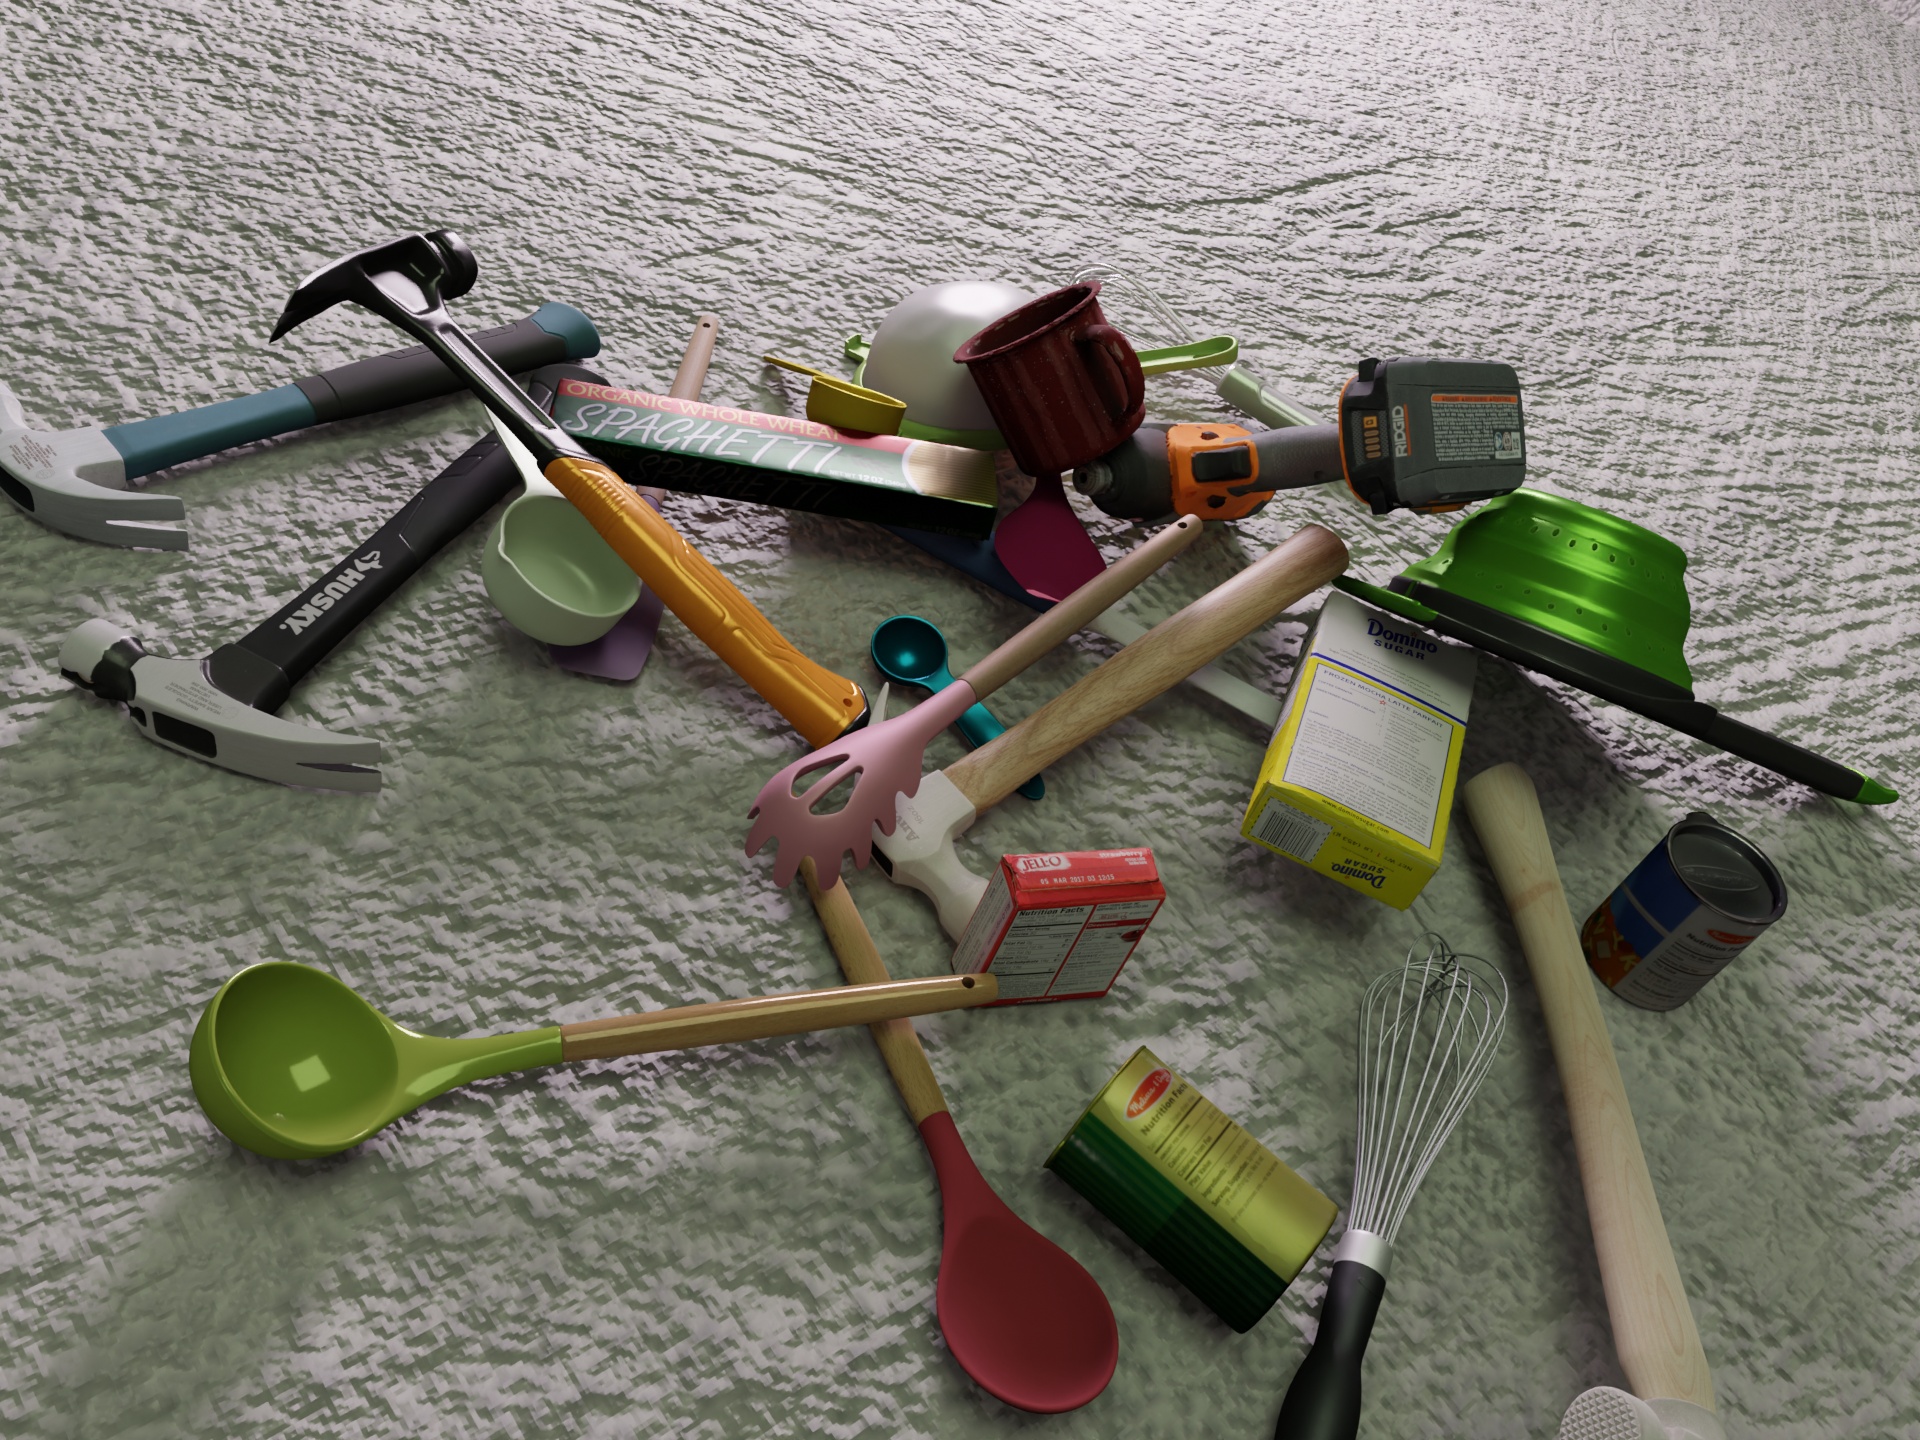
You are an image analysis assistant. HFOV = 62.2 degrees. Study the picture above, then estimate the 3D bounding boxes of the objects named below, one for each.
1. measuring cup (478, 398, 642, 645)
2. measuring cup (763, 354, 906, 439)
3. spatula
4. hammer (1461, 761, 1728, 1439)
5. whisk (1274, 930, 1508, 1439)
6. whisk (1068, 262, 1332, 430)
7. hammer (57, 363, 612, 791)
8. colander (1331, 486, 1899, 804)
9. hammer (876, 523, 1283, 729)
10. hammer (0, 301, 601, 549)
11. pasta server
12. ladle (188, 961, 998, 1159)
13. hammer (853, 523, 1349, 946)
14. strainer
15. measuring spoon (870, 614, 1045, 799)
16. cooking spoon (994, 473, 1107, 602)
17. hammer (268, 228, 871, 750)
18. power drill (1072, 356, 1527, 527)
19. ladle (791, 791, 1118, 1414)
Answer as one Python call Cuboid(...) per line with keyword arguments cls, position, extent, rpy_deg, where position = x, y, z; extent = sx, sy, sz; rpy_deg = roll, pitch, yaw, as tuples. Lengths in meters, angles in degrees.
Cuboid(cls="measuring cup", position=(-0.221, -0.109, 0.808), extent=(0.083, 0.038, 0.168), rpy_deg=(-5, 58, -48))
Cuboid(cls="measuring cup", position=(-0.087, -0.195, 0.961), extent=(0.062, 0.029, 0.157), rpy_deg=(8, 16, -34))
Cuboid(cls="spatula", position=(-0.176, -0.139, 0.906), extent=(0.059, 0.018, 0.316), rpy_deg=(13, 47, -5))
Cuboid(cls="hammer", position=(0.307, 0.178, 0.760), extent=(0.146, 0.038, 0.411), rpy_deg=(31, 37, -21))
Cuboid(cls="whisk", position=(0.183, 0.206, 0.692), extent=(0.070, 0.070, 0.285), rpy_deg=(27, 50, 6))
Cuboid(cls="whisk", position=(0.179, -0.244, 1.110), extent=(0.246, 0.059, 0.058), rpy_deg=(34, 58, 6))
Cuboid(cls="hammer", position=(-0.276, -0.092, 0.816), extent=(0.146, 0.035, 0.335), rpy_deg=(26, 45, 6))
Cuboid(cls="colander", position=(0.415, -0.047, 0.933), extent=(0.397, 0.094, 0.205), rpy_deg=(19, 9, -18))
Cuboid(cls="hammer", position=(0.082, -0.053, 0.906), extent=(0.405, 0.035, 0.144), rpy_deg=(30, 46, 8))
Cuboid(cls="hammer", position=(-0.347, -0.177, 0.868), extent=(0.331, 0.033, 0.128), rpy_deg=(-28, 62, -37))
Cuboid(cls="pasta server", position=(0.020, -0.023, 0.795), extent=(0.060, 0.040, 0.316), rpy_deg=(41, 56, 19))
Cuboid(cls="ladle", position=(-0.133, 0.121, 0.640), extent=(0.320, 0.062, 0.078), rpy_deg=(-4, 51, -19))
Cuboid(cls="hammer", position=(0.083, -0.020, 0.834), extent=(0.331, 0.031, 0.130), rpy_deg=(-33, 66, -26))
Cuboid(cls="strainer", position=(0.057, -0.241, 1.002), extent=(0.256, 0.069, 0.152), rpy_deg=(-10, 40, -11))
Cuboid(cls="measuring spoon", position=(-0.001, -0.003, 0.848), extent=(0.042, 0.021, 0.129), rpy_deg=(-34, 75, -29))
Cuboid(cls="cooking spoon", position=(0.053, -0.163, 0.977), extent=(0.068, 0.017, 0.319), rpy_deg=(14, 37, -11))
Cuboid(cls="hammer", position=(-0.177, -0.104, 0.785), extent=(0.337, 0.034, 0.127), rpy_deg=(44, 35, -4))
Cuboid(cls="power drill", position=(0.183, -0.151, 0.909), extent=(0.164, 0.226, 0.084), rpy_deg=(-11, 96, -44))
Cuboid(cls="ladle", position=(-0.023, 0.150, 0.688), extent=(0.069, 0.031, 0.316), rpy_deg=(-9, 51, -27))
